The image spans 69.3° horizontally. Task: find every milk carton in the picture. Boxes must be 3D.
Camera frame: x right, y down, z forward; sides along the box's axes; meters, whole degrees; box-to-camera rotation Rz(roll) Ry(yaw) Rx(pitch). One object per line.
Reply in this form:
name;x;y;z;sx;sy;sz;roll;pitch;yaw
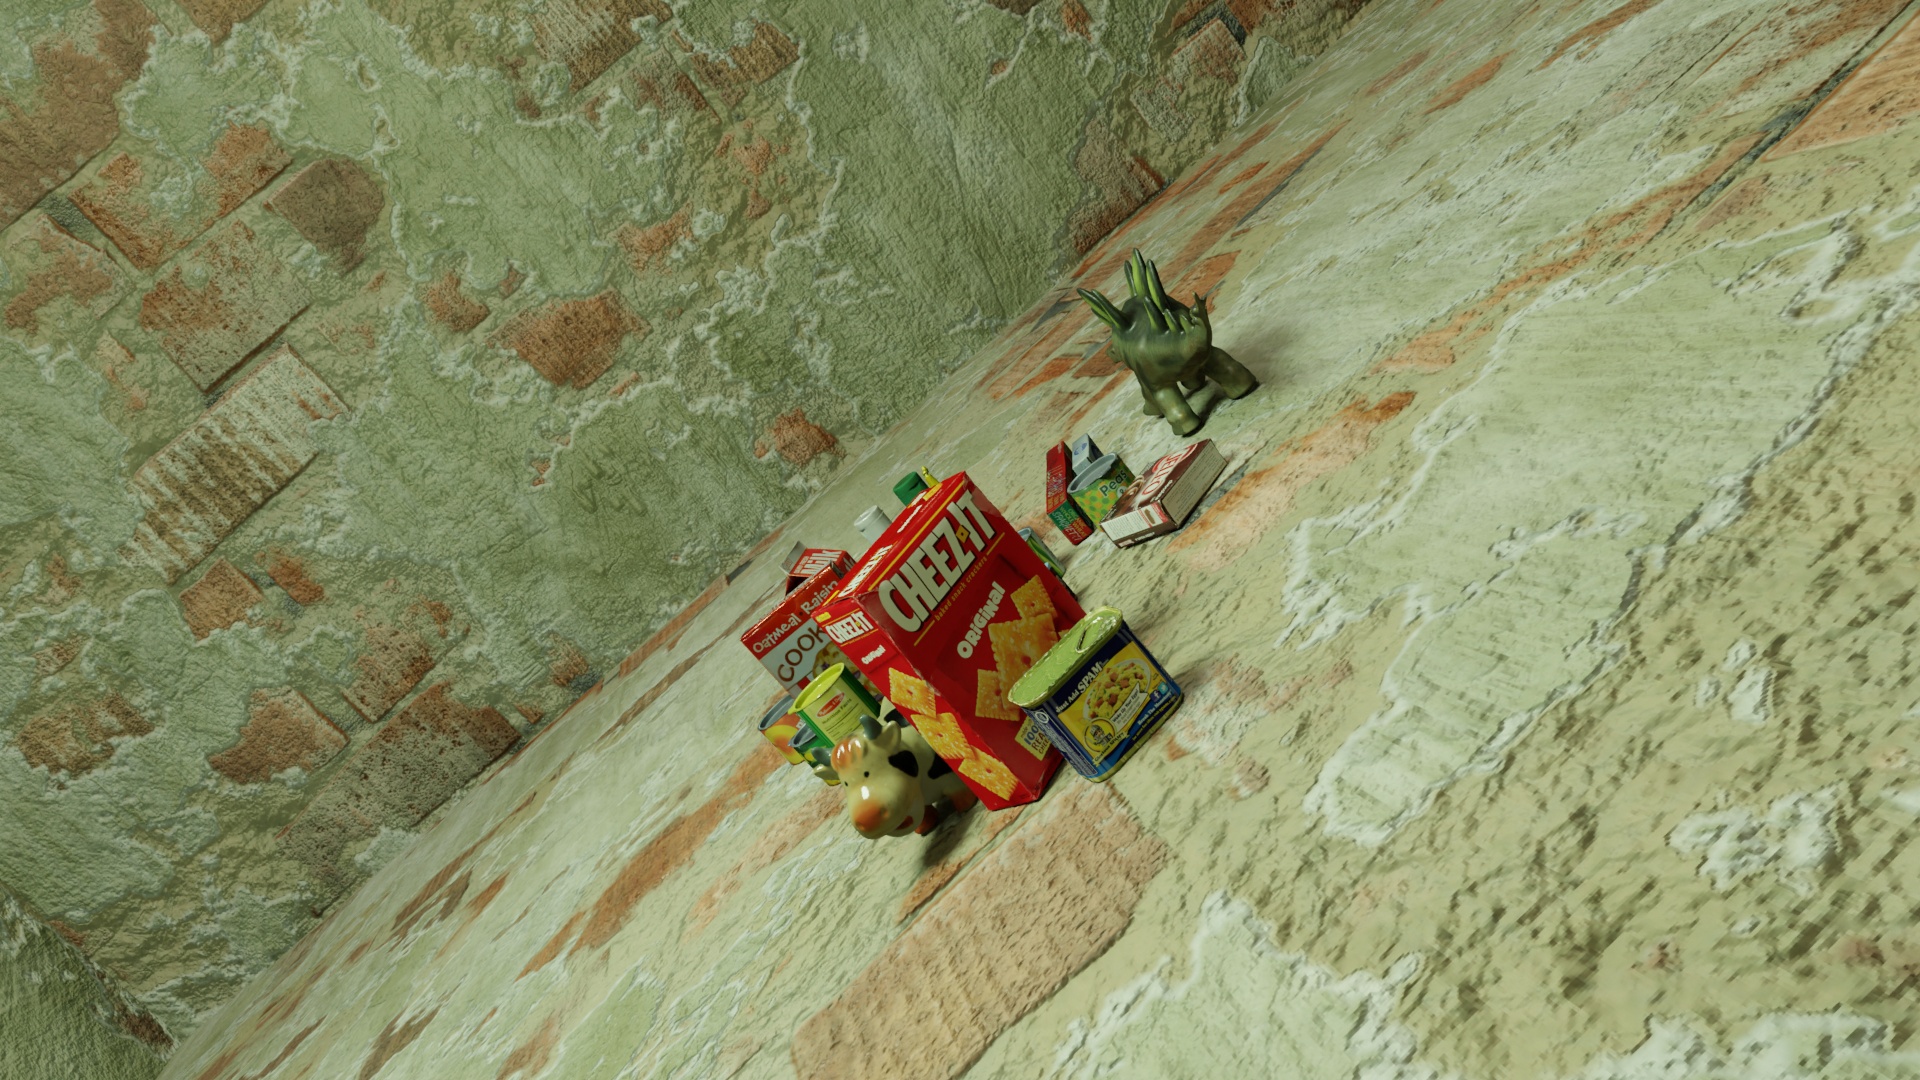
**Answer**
milk carton;-0.124;0.083;1.521;0.073;0.190;0.073;-35;13;23

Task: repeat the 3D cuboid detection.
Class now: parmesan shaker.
parmesan shaker;-0.106;0.179;1.340;0.071;0.103;0.071;-38;13;10

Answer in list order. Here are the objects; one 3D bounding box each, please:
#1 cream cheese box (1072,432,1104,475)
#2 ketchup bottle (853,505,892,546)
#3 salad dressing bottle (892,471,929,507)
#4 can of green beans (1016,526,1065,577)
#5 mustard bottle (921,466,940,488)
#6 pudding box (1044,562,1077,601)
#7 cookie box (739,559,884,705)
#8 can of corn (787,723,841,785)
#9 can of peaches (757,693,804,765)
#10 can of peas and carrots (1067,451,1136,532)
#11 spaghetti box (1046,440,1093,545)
cream cheese box;0.154;-0.085;1.605;0.024;0.053;0.104;-37;13;15
ketchup bottle;-0.065;0.024;1.645;0.044;0.148;0.064;-47;14;-26
salad dressing bottle;-0.021;-0.016;1.659;0.064;0.147;0.044;-44;13;-17
can of green beans;0.067;0.028;1.457;0.071;0.057;0.071;-38;13;10
mustard bottle;0.006;-0.020;1.564;0.065;0.160;0.049;-41;12;-2
pudding box;0.082;0.062;1.318;0.030;0.049;0.084;-35;13;23
cookie box;-0.128;0.122;1.451;0.123;0.167;0.040;-40;12;3
can of corn;-0.131;0.208;1.416;0.071;0.058;0.071;-38;13;10
can of peaches;-0.184;0.209;1.565;0.071;0.058;0.071;-38;13;10
can of peas and carrots;0.157;-0.051;1.464;0.071;0.058;0.071;-38;13;10
spaghetti box;0.124;-0.058;1.604;0.028;0.050;0.251;-37;13;14
